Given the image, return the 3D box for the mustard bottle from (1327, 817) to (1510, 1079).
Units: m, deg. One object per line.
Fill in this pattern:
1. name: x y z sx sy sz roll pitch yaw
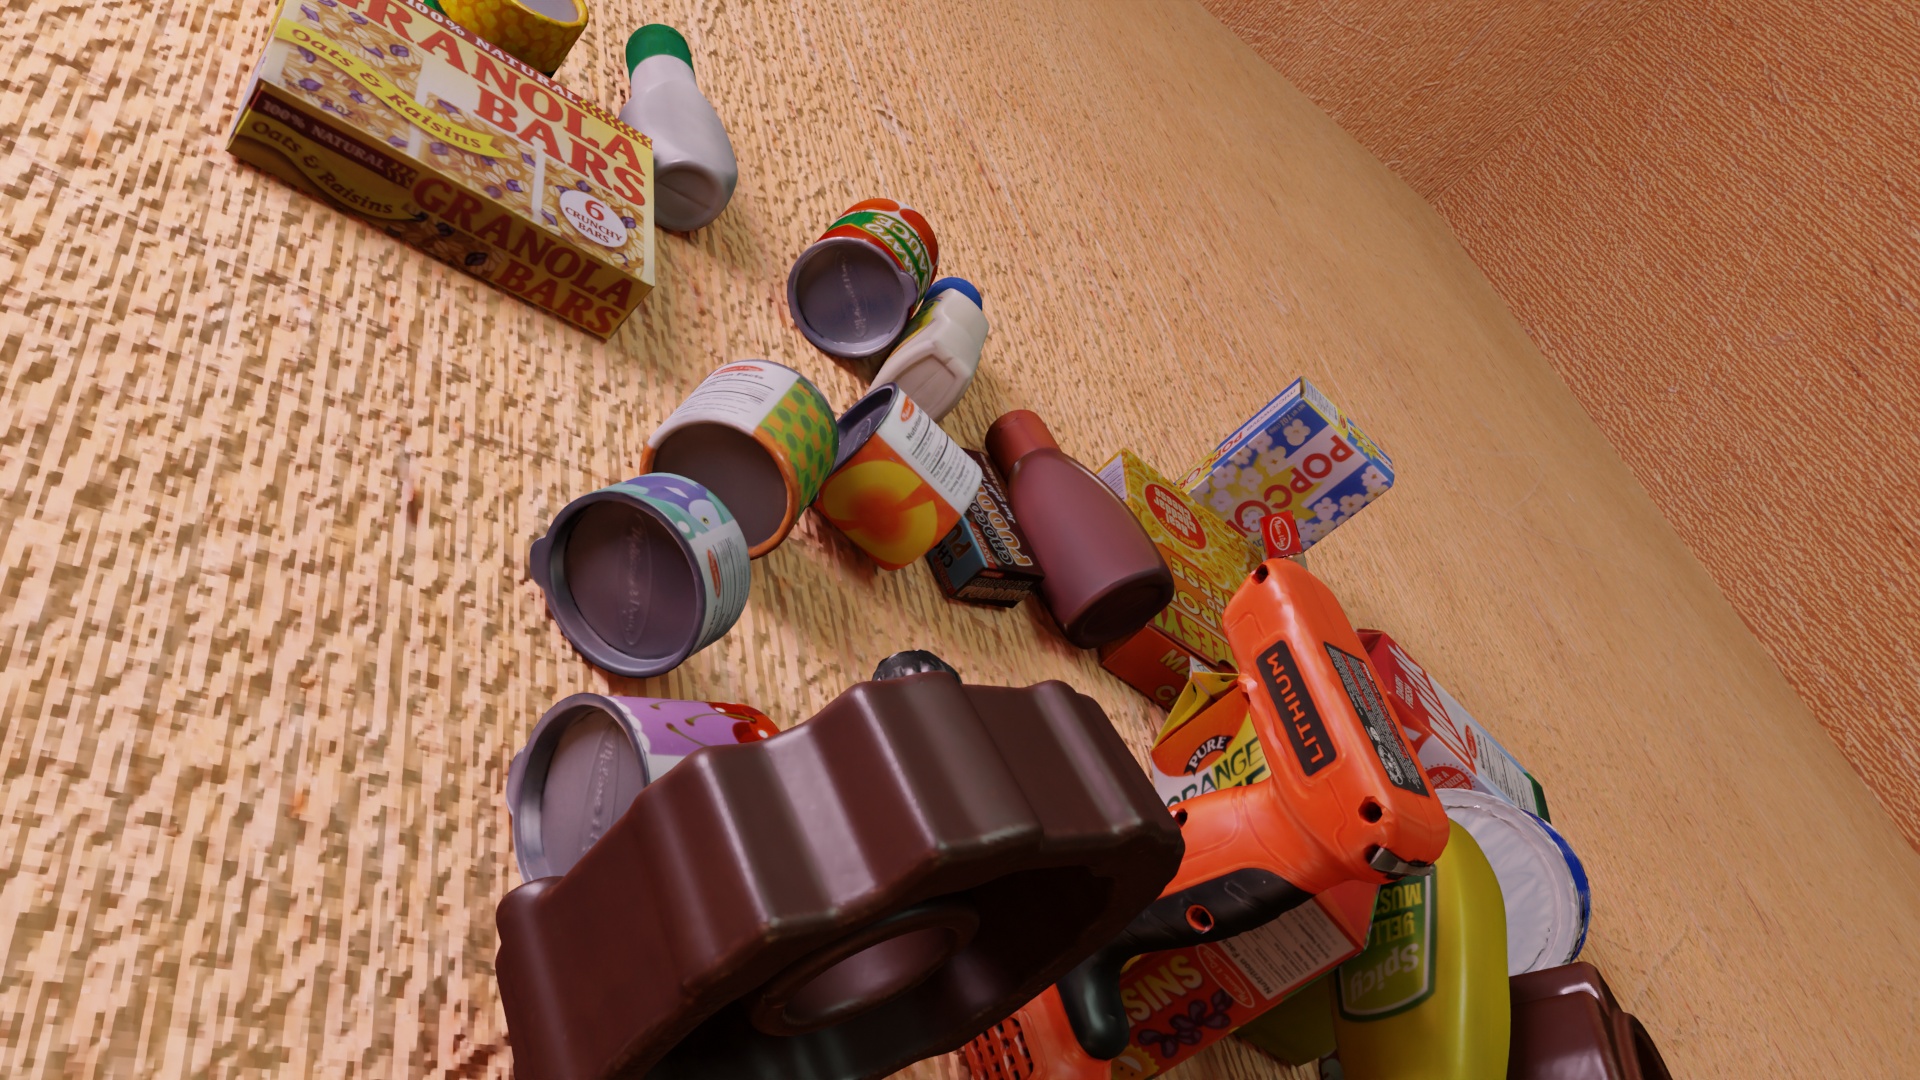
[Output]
1. mustard bottle: 0.169 0.178 0.509 0.048 0.065 0.161 39 40 -24

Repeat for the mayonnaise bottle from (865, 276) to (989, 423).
1. mayonnaise bottle: -0.013 -0.108 0.771 0.041 0.064 0.149 43 24 -14

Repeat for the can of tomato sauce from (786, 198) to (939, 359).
1. can of tomato sauce: -0.049 -0.145 0.757 0.071 0.071 0.083 41 28 -11

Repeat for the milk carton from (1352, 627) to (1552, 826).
1. milk carton: 0.266 0.127 0.841 0.190 0.072 0.074 44 28 -9

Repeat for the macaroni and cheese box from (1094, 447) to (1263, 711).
1. macaroni and cheese box: 0.132 0.034 0.807 0.123 0.040 0.167 34 30 -22

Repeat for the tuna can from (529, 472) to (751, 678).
1. tuna can: -0.110 0.011 0.481 0.071 0.071 0.033 49 27 4

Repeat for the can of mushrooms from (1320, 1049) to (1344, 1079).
1. can of mushrooms: 0.198 0.248 0.631 0.071 0.033 0.071 33 31 -23

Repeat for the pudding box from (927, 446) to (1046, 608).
1. pudding box: 0.002 -0.009 0.695 0.050 0.030 0.084 11 44 -47

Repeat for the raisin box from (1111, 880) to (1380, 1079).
1. raisin box: 0.101 0.149 0.530 0.040 0.123 0.086 48 28 2

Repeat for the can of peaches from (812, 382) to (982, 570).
1. can of peaches: -0.034 -0.027 0.631 0.058 0.071 0.071 43 28 -19

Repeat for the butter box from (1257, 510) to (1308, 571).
1. butter box: 0.213 0.038 0.881 0.053 0.024 0.103 -83 155 -58

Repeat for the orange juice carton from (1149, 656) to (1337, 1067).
1. orange juice carton: 0.145 0.137 0.658 0.072 0.072 0.194 34 30 -23

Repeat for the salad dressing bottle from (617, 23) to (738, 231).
1. salad dressing bottle: -0.155 -0.225 0.743 0.064 0.043 0.148 22 36 -36

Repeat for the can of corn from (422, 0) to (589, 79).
1. can of corn: -0.219 -0.244 0.662 0.071 0.058 0.071 34 31 -23

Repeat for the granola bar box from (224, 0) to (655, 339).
1. granola bar box: -0.213 -0.170 0.596 0.165 0.039 0.125 26 35 -34

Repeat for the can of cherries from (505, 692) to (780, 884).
1. can of cherries: -0.092 0.079 0.417 0.058 0.071 0.072 11 44 -48

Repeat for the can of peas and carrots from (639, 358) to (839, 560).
1. can of peas and carrots: -0.088 -0.030 0.563 0.071 0.070 0.059 42 29 -10

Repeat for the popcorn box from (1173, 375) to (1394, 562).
1. popcorn box: 0.206 -0.035 0.906 0.085 0.126 0.038 41 31 -12

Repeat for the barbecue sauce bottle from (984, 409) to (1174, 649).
1. barbecue sauce bottle: 0.055 -0.013 0.744 0.043 0.065 0.149 55 5 -48
